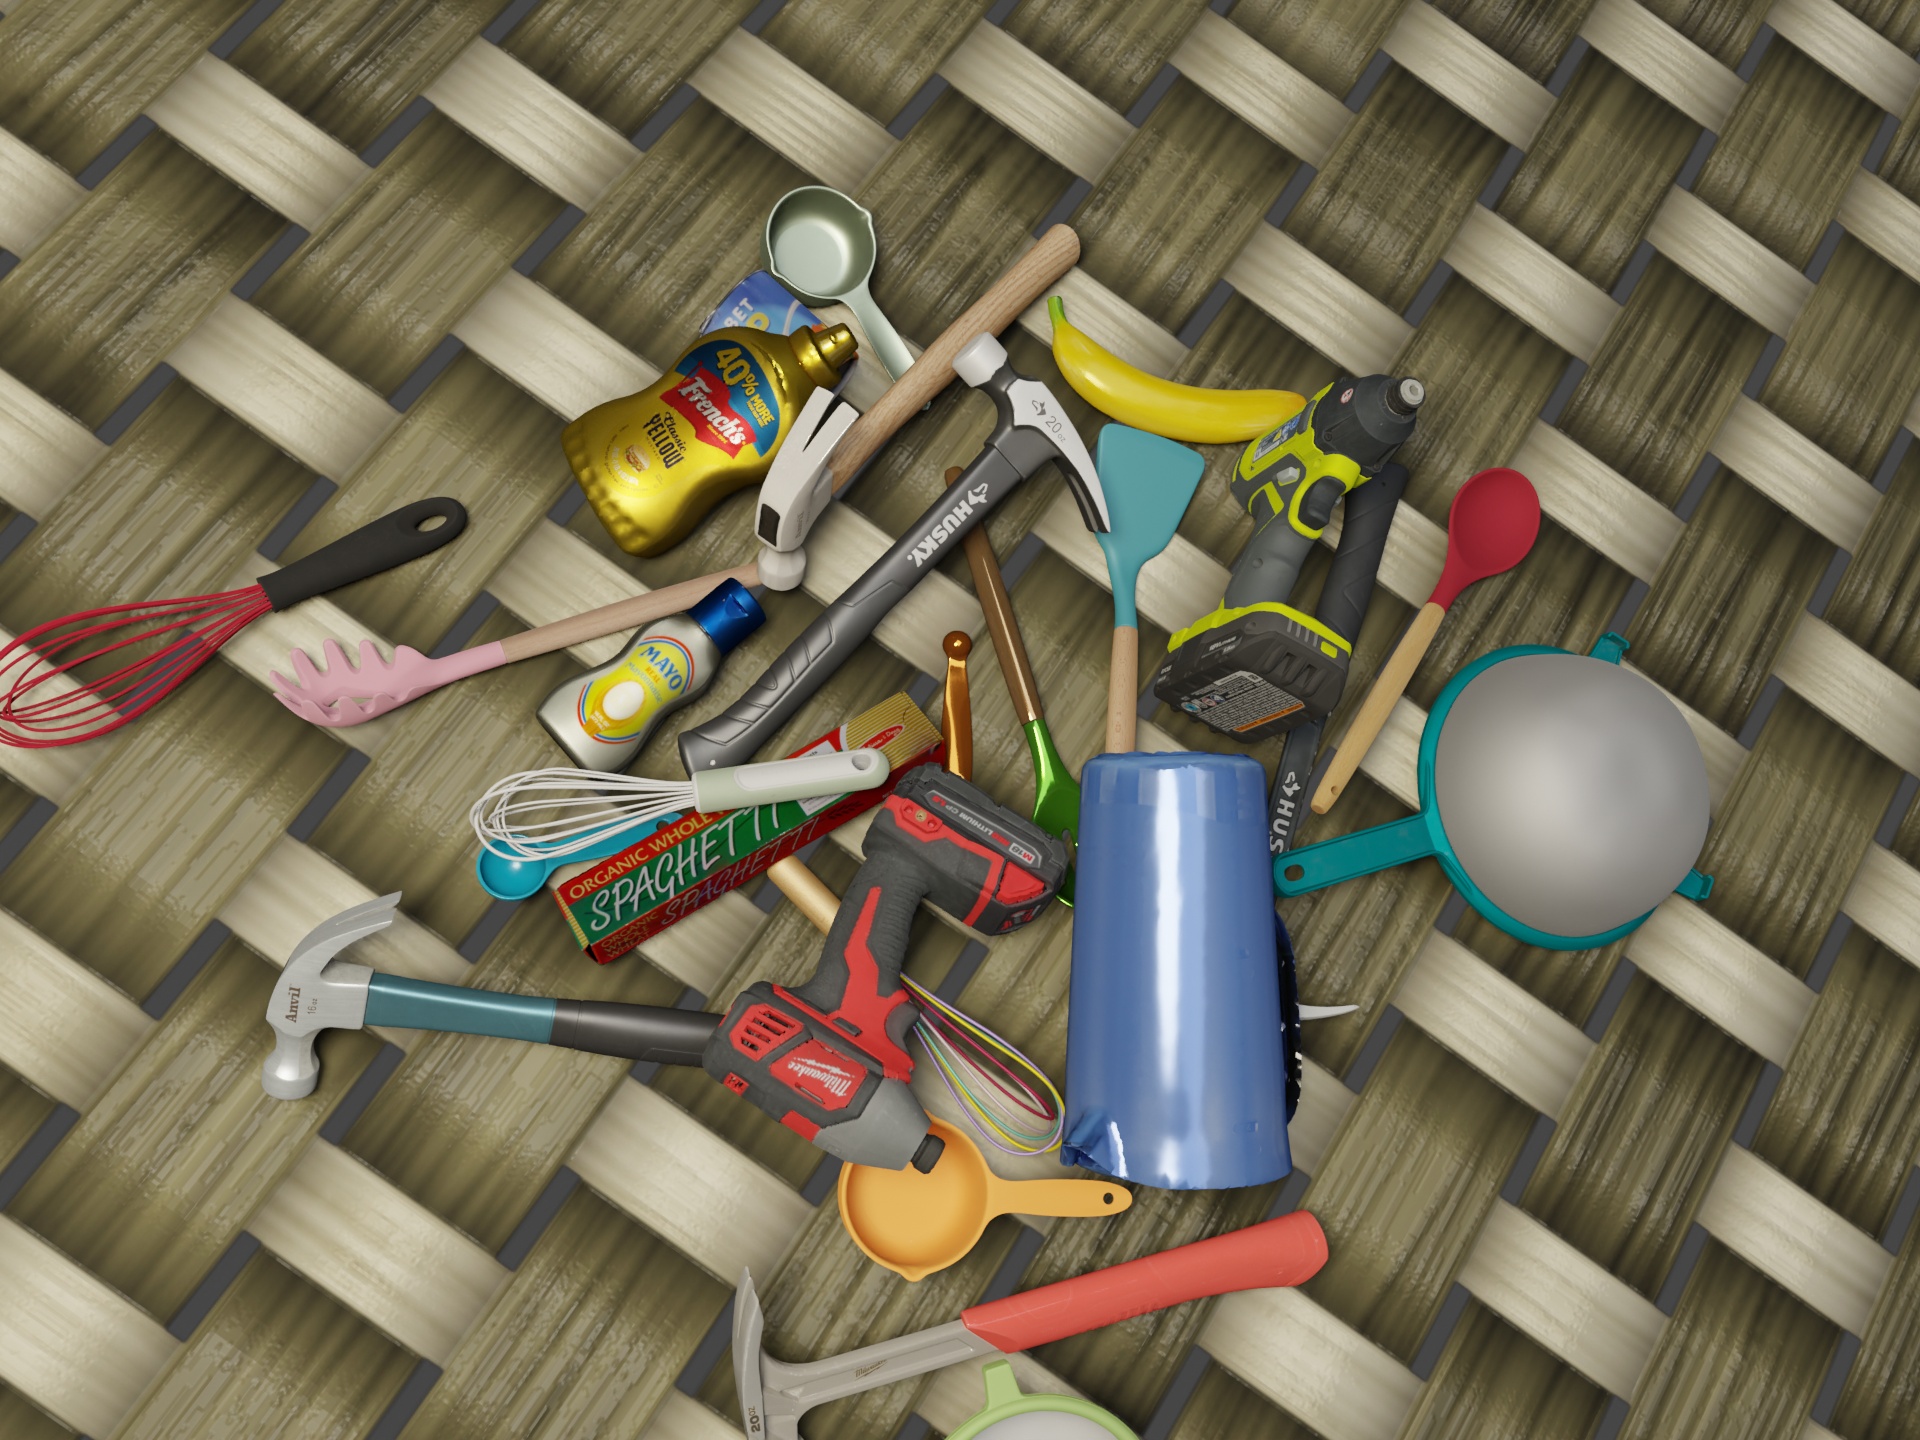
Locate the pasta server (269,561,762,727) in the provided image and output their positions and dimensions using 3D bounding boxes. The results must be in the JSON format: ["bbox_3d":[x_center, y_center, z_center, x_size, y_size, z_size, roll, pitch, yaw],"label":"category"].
[{"bbox_3d":[-0.257,-0.056,0.983,0.316,0.040,0.060,-19,44,-16],"label":"pasta server"}]

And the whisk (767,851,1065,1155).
[{"bbox_3d":[-0.025,0.168,0.969,0.245,0.047,0.051,44,57,6],"label":"whisk"}]

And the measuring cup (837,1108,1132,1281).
[{"bbox_3d":[0.012,0.281,0.944,0.173,0.052,0.095,5,76,-11],"label":"measuring cup"}]

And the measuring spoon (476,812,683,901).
[{"bbox_3d":[-0.229,0.081,0.968,0.128,0.021,0.042,-15,67,-23],"label":"measuring spoon"}]

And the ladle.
[{"bbox_3d":[0.311,-0.056,1.072,0.069,0.031,0.315,42,63,-10],"label":"ladle"}]

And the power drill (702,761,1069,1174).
[{"bbox_3d":[-0.033,0.146,0.917,0.143,0.078,0.220,32,62,4],"label":"power drill"}]

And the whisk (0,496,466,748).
[{"bbox_3d":[-0.432,-0.067,0.945,0.296,0.073,0.073,-29,83,-22],"label":"whisk"}]

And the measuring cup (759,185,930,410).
[{"bbox_3d":[-0.074,-0.280,1.079,0.083,0.038,0.167,-38,102,-19],"label":"measuring cup"}]

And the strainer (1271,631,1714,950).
[{"bbox_3d":[0.357,0.055,1.021,0.340,0.095,0.211,-13,82,-22],"label":"strainer"}]

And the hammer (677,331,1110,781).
[{"bbox_3d":[-0.049,-0.076,0.999,0.335,0.035,0.146,-46,108,-6],"label":"hammer"}]

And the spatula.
[{"bbox_3d":[0.111,-0.039,1.033,0.082,0.044,0.318,15,66,-23],"label":"spatula"}]

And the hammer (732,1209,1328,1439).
[{"bbox_3d":[0.048,0.336,0.917,0.359,0.037,0.149,-10,117,-18],"label":"hammer"}]

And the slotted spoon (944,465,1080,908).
[{"bbox_3d":[0.042,-0.023,1.037,0.070,0.031,0.314,-13,77,-19],"label":"slotted spoon"}]

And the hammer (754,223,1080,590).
[{"bbox_3d":[-0.020,-0.226,1.034,0.031,0.130,0.331,35,61,11],"label":"hammer"}]

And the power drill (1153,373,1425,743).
[{"bbox_3d":[0.212,-0.109,1.005,0.080,0.171,0.223,27,69,-14],"label":"power drill"}]

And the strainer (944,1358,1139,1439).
[{"bbox_3d":[0.006,0.489,0.886,0.151,0.069,0.256,36,81,-9],"label":"strainer"}]

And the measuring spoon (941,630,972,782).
[{"bbox_3d":[-0.002,-0.003,1.031,0.021,0.011,0.117,3,76,-10],"label":"measuring spoon"}]

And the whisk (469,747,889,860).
[{"bbox_3d":[-0.163,0.043,0.939,0.246,0.059,0.058,-8,56,-8],"label":"whisk"}]

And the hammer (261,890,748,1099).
[{"bbox_3d":[-0.221,0.176,0.916,0.331,0.033,0.128,10,111,-14],"label":"hammer"}]

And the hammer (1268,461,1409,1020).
[{"bbox_3d":[0.237,0.005,1.063,0.149,0.036,0.409,22,73,-6],"label":"hammer"}]
